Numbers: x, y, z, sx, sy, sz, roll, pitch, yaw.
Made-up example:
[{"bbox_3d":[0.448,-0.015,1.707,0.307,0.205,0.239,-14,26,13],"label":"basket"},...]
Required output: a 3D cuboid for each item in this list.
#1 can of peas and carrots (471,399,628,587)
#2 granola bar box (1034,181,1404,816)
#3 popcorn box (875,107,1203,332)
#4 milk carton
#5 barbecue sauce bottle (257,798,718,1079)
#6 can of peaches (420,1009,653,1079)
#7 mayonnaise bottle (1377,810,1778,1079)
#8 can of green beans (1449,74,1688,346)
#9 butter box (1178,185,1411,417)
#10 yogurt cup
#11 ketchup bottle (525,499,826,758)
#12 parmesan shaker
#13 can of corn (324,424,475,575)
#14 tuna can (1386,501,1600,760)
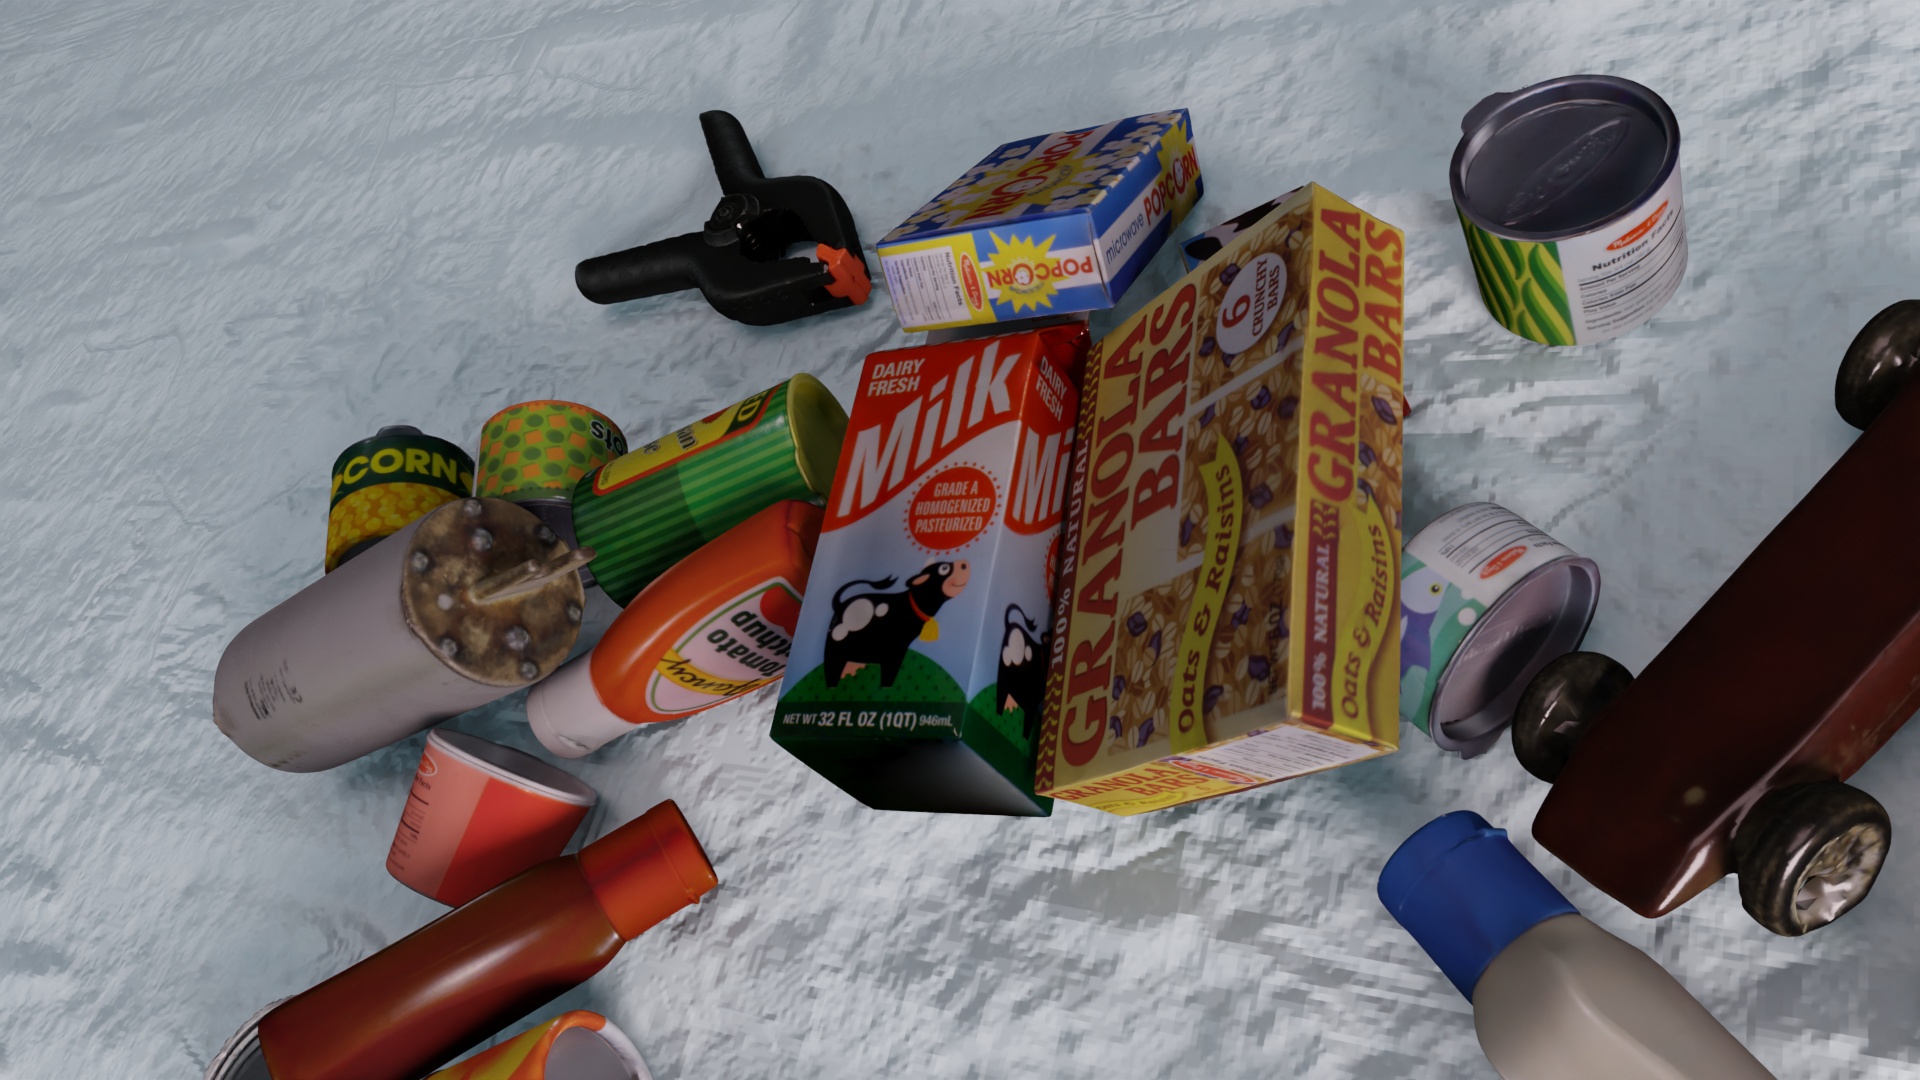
[{"bbox_3d":[-0.177,-0.020,0.608,0.071,0.070,0.059,-22,52,17],"label":"can of peas and carrots"},{"bbox_3d":[0.078,-0.007,0.426,0.123,0.039,0.166,-33,43,56],"label":"granola bar box"},{"bbox_3d":[0.034,-0.124,0.531,0.085,0.038,0.127,-3,29,29],"label":"popcorn box"},{"bbox_3d":[0.002,-0.006,0.490,0.072,0.073,0.191,-5,59,28],"label":"milk carton"},{"bbox_3d":[-0.158,0.144,0.483,0.149,0.064,0.044,-29,68,-13],"label":"barbecue sauce bottle"},{"bbox_3d":[-0.138,0.194,0.447,0.058,0.071,0.071,-27,51,12],"label":"can of peaches"},{"bbox_3d":[0.159,0.127,0.325,0.041,0.065,0.148,-61,41,22],"label":"mayonnaise bottle"},{"bbox_3d":[0.198,-0.106,0.450,0.071,0.057,0.071,-15,55,22],"label":"can of green beans"},{"bbox_3d":[0.118,-0.077,0.500,0.053,0.024,0.104,-24,52,16],"label":"butter box"},{"bbox_3d":[-0.182,0.109,0.531,0.072,0.072,0.054,17,79,37],"label":"yogurt cup"},{"bbox_3d":[-0.102,0.039,0.532,0.148,0.064,0.044,-29,48,23],"label":"ketchup bottle"},{"bbox_3d":[-0.095,-0.016,0.554,0.103,0.071,0.071,-22,53,16],"label":"parmesan shaker"},{"bbox_3d":[-0.258,-0.009,0.644,0.071,0.071,0.058,-25,53,14],"label":"can of corn"},{"bbox_3d":[0.145,0.026,0.395,0.071,0.071,0.033,-45,49,-2],"label":"tuna can"}]
